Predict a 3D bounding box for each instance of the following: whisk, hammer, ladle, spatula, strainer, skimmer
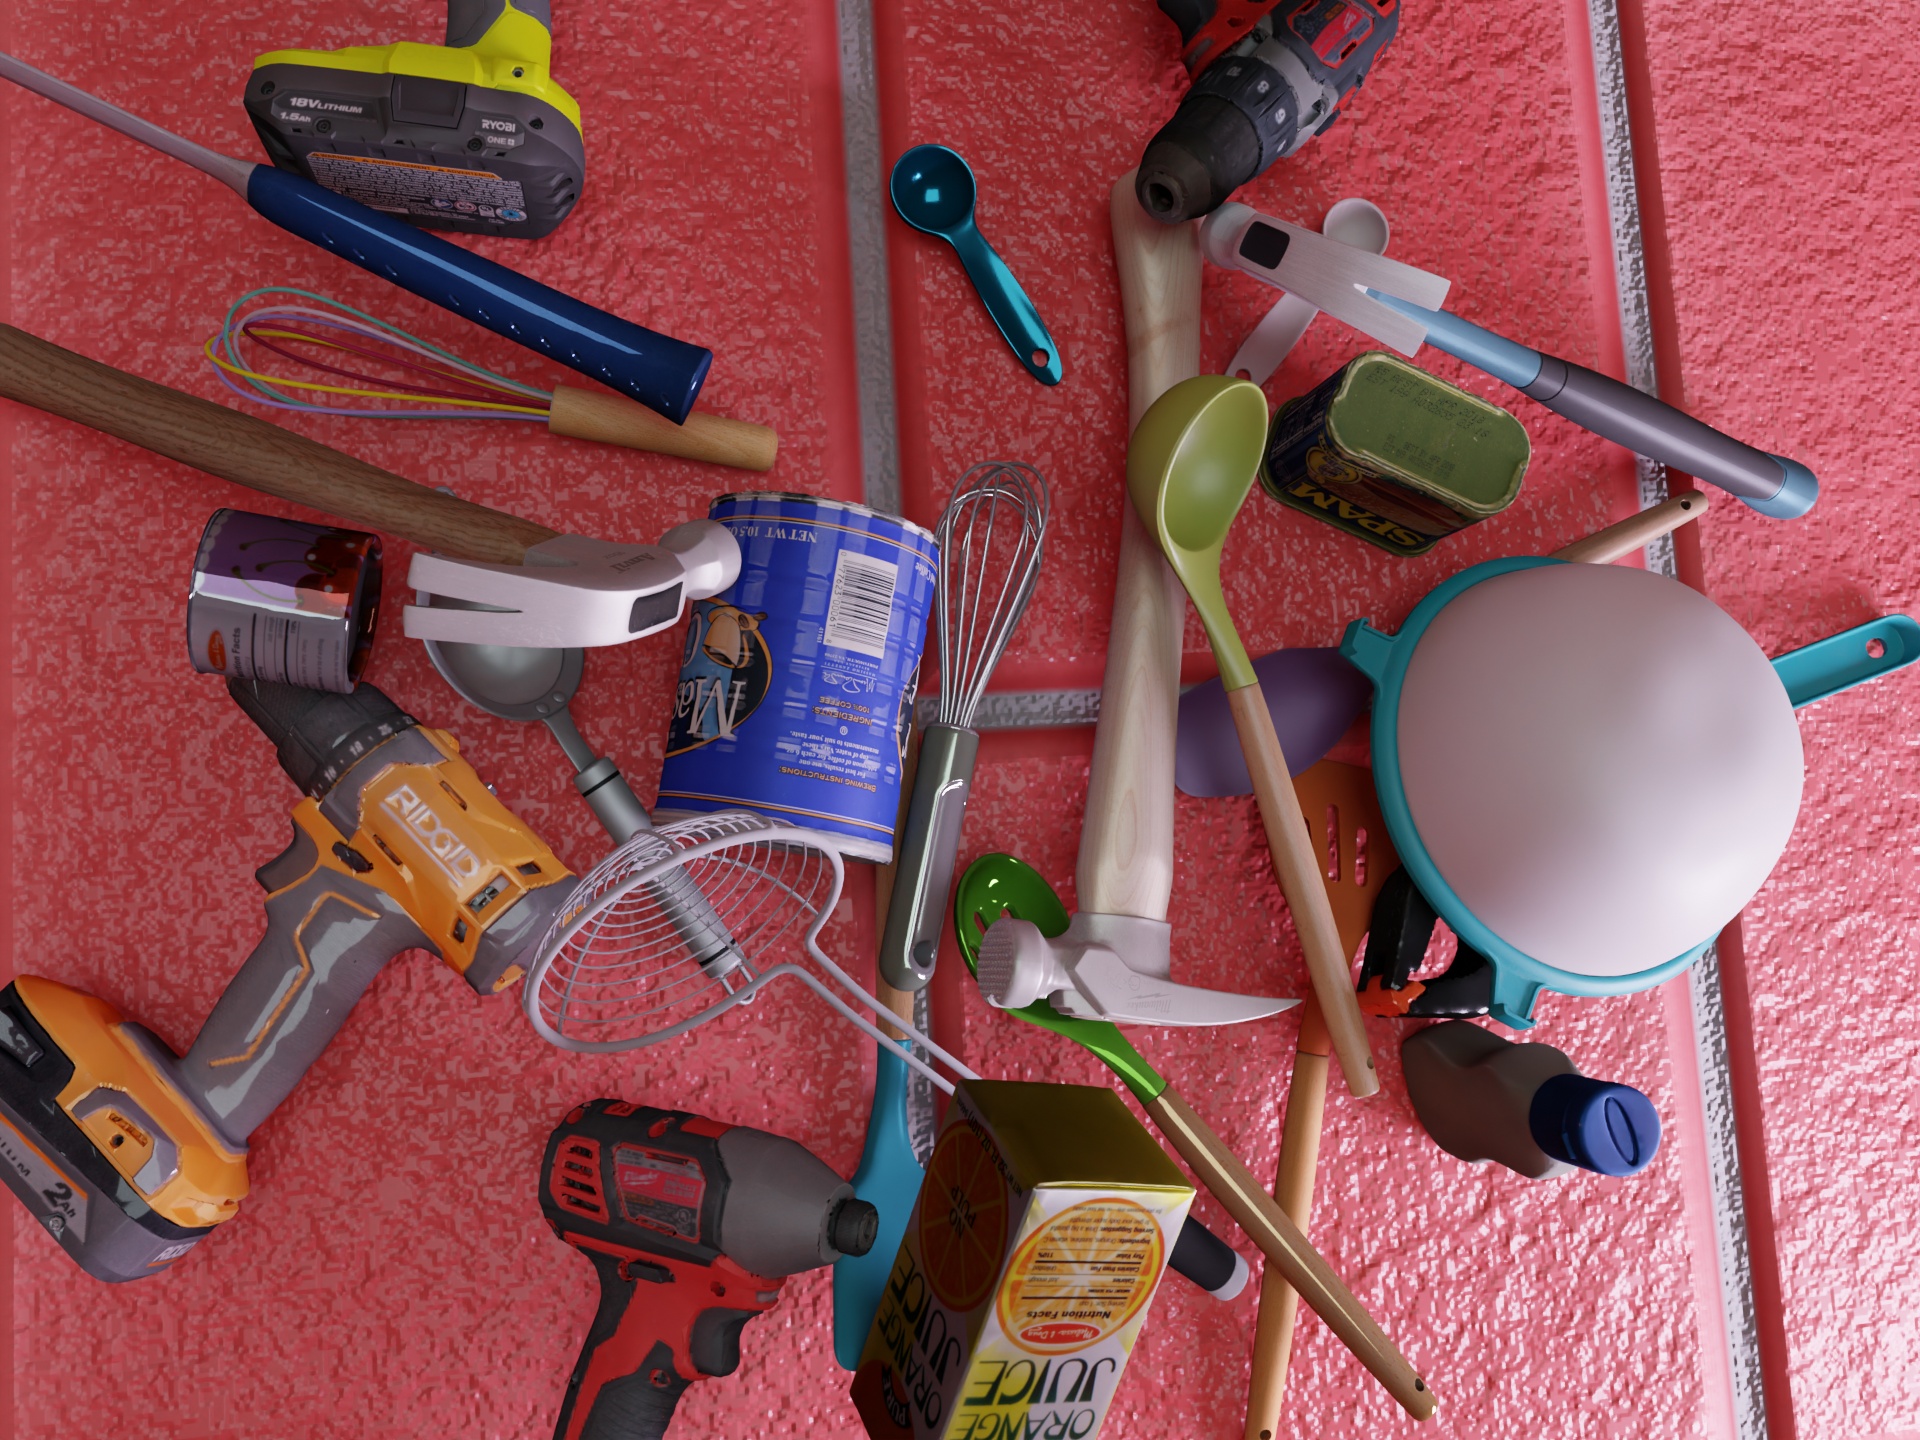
[{"bbox_3d":[-0.001,-0.002,0.705,0.057,0.059,0.246,25,71,-45],"label":"whisk"},{"bbox_3d":[0.096,-0.068,0.732,0.146,0.038,0.411,11,76,-22],"label":"hammer"},{"bbox_3d":[-0.295,-0.221,0.648,0.405,0.144,0.035,24,78,-9],"label":"hammer"},{"bbox_3d":[-0.259,-0.097,0.620,0.331,0.130,0.031,20,114,14],"label":"hammer"},{"bbox_3d":[0.140,0.008,0.688,0.078,0.062,0.320,-17,91,-47],"label":"ladle"},{"bbox_3d":[-0.023,0.115,0.704,0.082,0.044,0.317,4,81,-26],"label":"spatula"},{"bbox_3d":[0.354,-0.005,0.731,0.340,0.095,0.211,-18,82,-21],"label":"strainer"},{"bbox_3d":[-0.165,0.019,0.691,0.258,0.050,0.087,57,35,-6],"label":"strainer"},{"bbox_3d":[-0.202,-0.145,0.704,0.245,0.047,0.051,9,93,-13],"label":"whisk"},{"bbox_3d":[0.274,-0.162,0.748,0.330,0.128,0.033,17,109,-22],"label":"hammer"},{"bbox_3d":[0.158,0.178,0.741,0.081,0.041,0.322,9,86,-9],"label":"spatula"},{"bbox_3d":[0.237,-0.044,0.779,0.316,0.018,0.060,-26,79,-11],"label":"spatula"},{"bbox_3d":[-0.006,0.159,0.638,0.363,0.090,0.127,40,106,-20],"label":"skimmer"}]

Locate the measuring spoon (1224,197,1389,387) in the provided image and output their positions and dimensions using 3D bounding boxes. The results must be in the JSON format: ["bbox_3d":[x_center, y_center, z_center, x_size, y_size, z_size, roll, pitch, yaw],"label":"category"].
[{"bbox_3d":[0.167,-0.206,0.789,0.034,0.018,0.124,38,86,-4],"label":"measuring spoon"}]

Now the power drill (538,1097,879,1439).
[{"bbox_3d":[-0.111,0.270,0.632,0.143,0.078,0.220,4,80,23],"label":"power drill"}]

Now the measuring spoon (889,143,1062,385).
[{"bbox_3d":[0.009,-0.214,0.762,0.042,0.021,0.128,-36,100,-12],"label":"measuring spoon"}]

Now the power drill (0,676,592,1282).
[{"bbox_3d":[-0.292,0.083,0.643,0.185,0.084,0.226,45,74,5],"label":"power drill"}]

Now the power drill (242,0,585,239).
[{"bbox_3d":[-0.243,-0.341,0.699,0.190,0.080,0.228,4,81,-10],"label":"power drill"}]

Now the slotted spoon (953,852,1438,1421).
[{"bbox_3d":[0.102,0.187,0.707,0.314,0.031,0.070,49,43,3],"label":"slotted spoon"}]

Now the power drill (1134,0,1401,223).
[{"bbox_3d":[0.085,-0.349,0.740,0.226,0.080,0.188,44,63,-6],"label":"power drill"}]
